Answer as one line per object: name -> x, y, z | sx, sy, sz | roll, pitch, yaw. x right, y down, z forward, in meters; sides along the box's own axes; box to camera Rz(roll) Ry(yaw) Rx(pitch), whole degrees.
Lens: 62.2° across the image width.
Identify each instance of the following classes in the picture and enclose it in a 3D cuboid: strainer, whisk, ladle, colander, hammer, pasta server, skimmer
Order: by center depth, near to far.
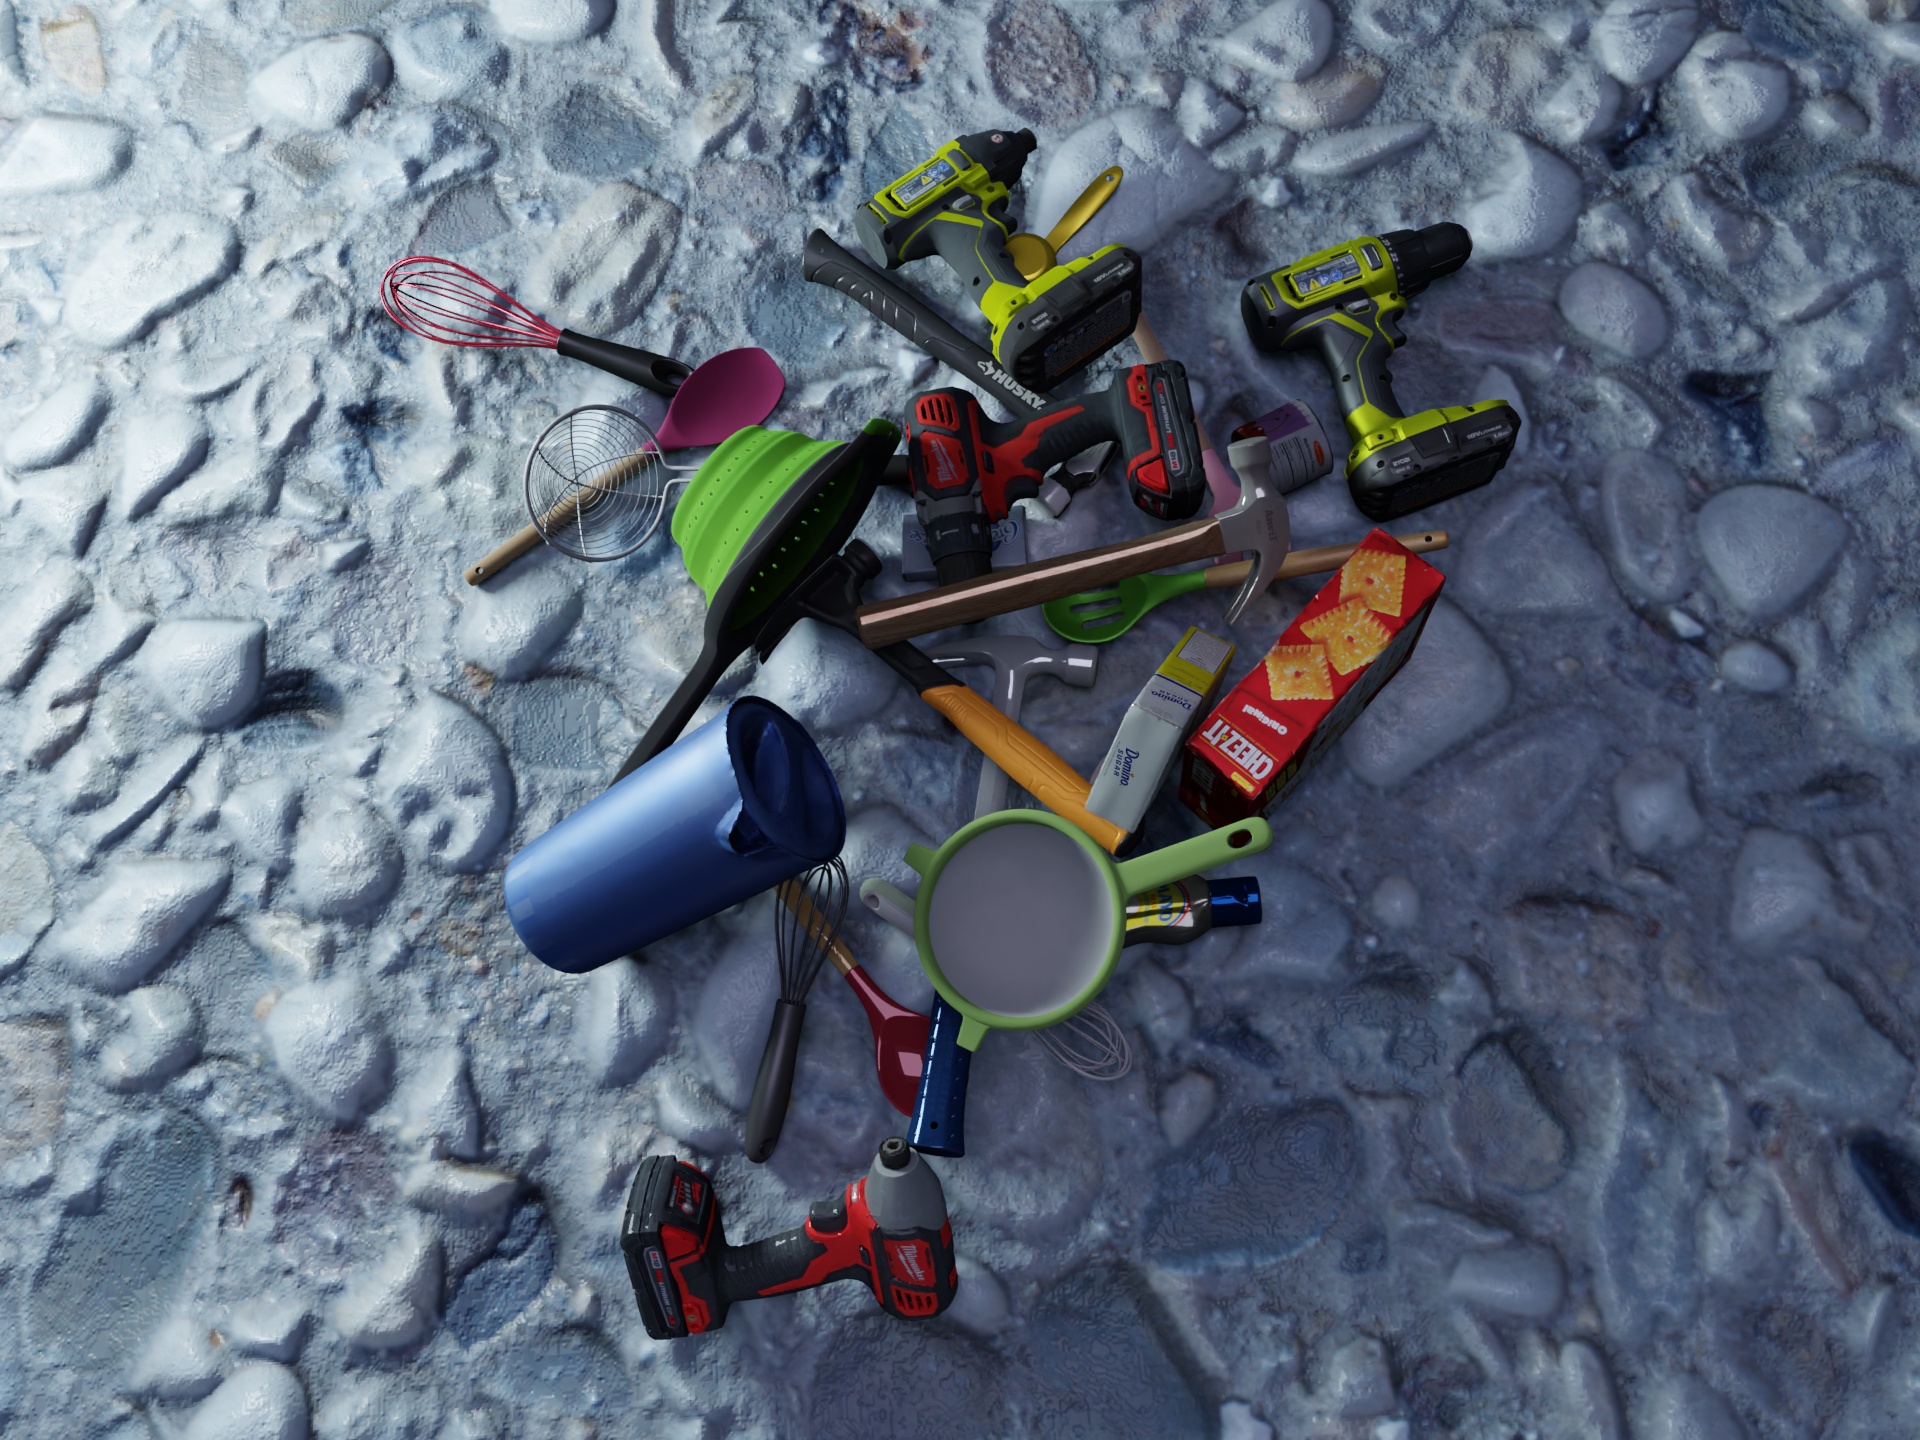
strainer -> 0.096, 0.122, 1.102 | 0.256, 0.069, 0.152 | -21, 73, 11
whisk -> -0.128, 0.212, 1.184 | 0.055, 0.055, 0.239 | 12, 88, 8
hammer -> 0.008, 0.117, 1.188 | 0.144, 0.035, 0.406 | 7, 65, 8
whisk -> 0.023, 0.191, 1.193 | 0.246, 0.057, 0.059 | 33, 38, 17
hammer -> 0.085, -0.108, 1.197 | 0.331, 0.031, 0.130 | -15, 106, 3
hammer -> -0.002, -0.004, 1.207 | 0.337, 0.034, 0.127 | 38, 72, 19
ladle -> -0.100, 0.173, 1.218 | 0.069, 0.031, 0.316 | -40, 73, -1
colander -> -0.202, -0.092, 1.230 | 0.094, 0.204, 0.397 | 38, 99, 4
skimmer -> -0.164, -0.196, 1.291 | 0.363, 0.090, 0.127 | -2, 105, 0
pasta server -> 0.188, -0.244, 1.305 | 0.060, 0.040, 0.316 | -29, 71, 16
hammer -> -0.002, -0.318, 1.345 | 0.335, 0.035, 0.146 | 38, 81, 14
whisk -> -0.361, -0.332, 1.372 | 0.296, 0.073, 0.073 | 19, 77, 3

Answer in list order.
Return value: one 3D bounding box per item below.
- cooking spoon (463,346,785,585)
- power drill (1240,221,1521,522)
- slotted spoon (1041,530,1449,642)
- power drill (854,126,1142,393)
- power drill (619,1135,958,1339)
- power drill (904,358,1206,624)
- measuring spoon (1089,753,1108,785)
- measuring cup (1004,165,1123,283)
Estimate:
cooking spoon -> -0.286, -0.211, 1.346 | 0.319, 0.017, 0.068 | -36, 96, -5
power drill -> 0.355, -0.292, 1.284 | 0.190, 0.080, 0.229 | -20, 71, -1
slotted spoon -> 0.217, -0.112, 1.233 | 0.314, 0.031, 0.070 | -9, 77, 19
power drill -> 0.042, -0.390, 1.308 | 0.171, 0.080, 0.223 | -36, 67, -10
power drill -> -0.116, 0.357, 1.112 | 0.219, 0.079, 0.143 | -5, 117, 3
power drill -> 0.074, -0.181, 1.245 | 0.226, 0.080, 0.188 | -9, 80, 3
measuring spoon -> 0.100, 0.074, 1.219 | 0.034, 0.018, 0.124 | 18, 53, 13
measuring cup -> 0.087, -0.427, 1.368 | 0.062, 0.029, 0.156 | 40, 84, 14
